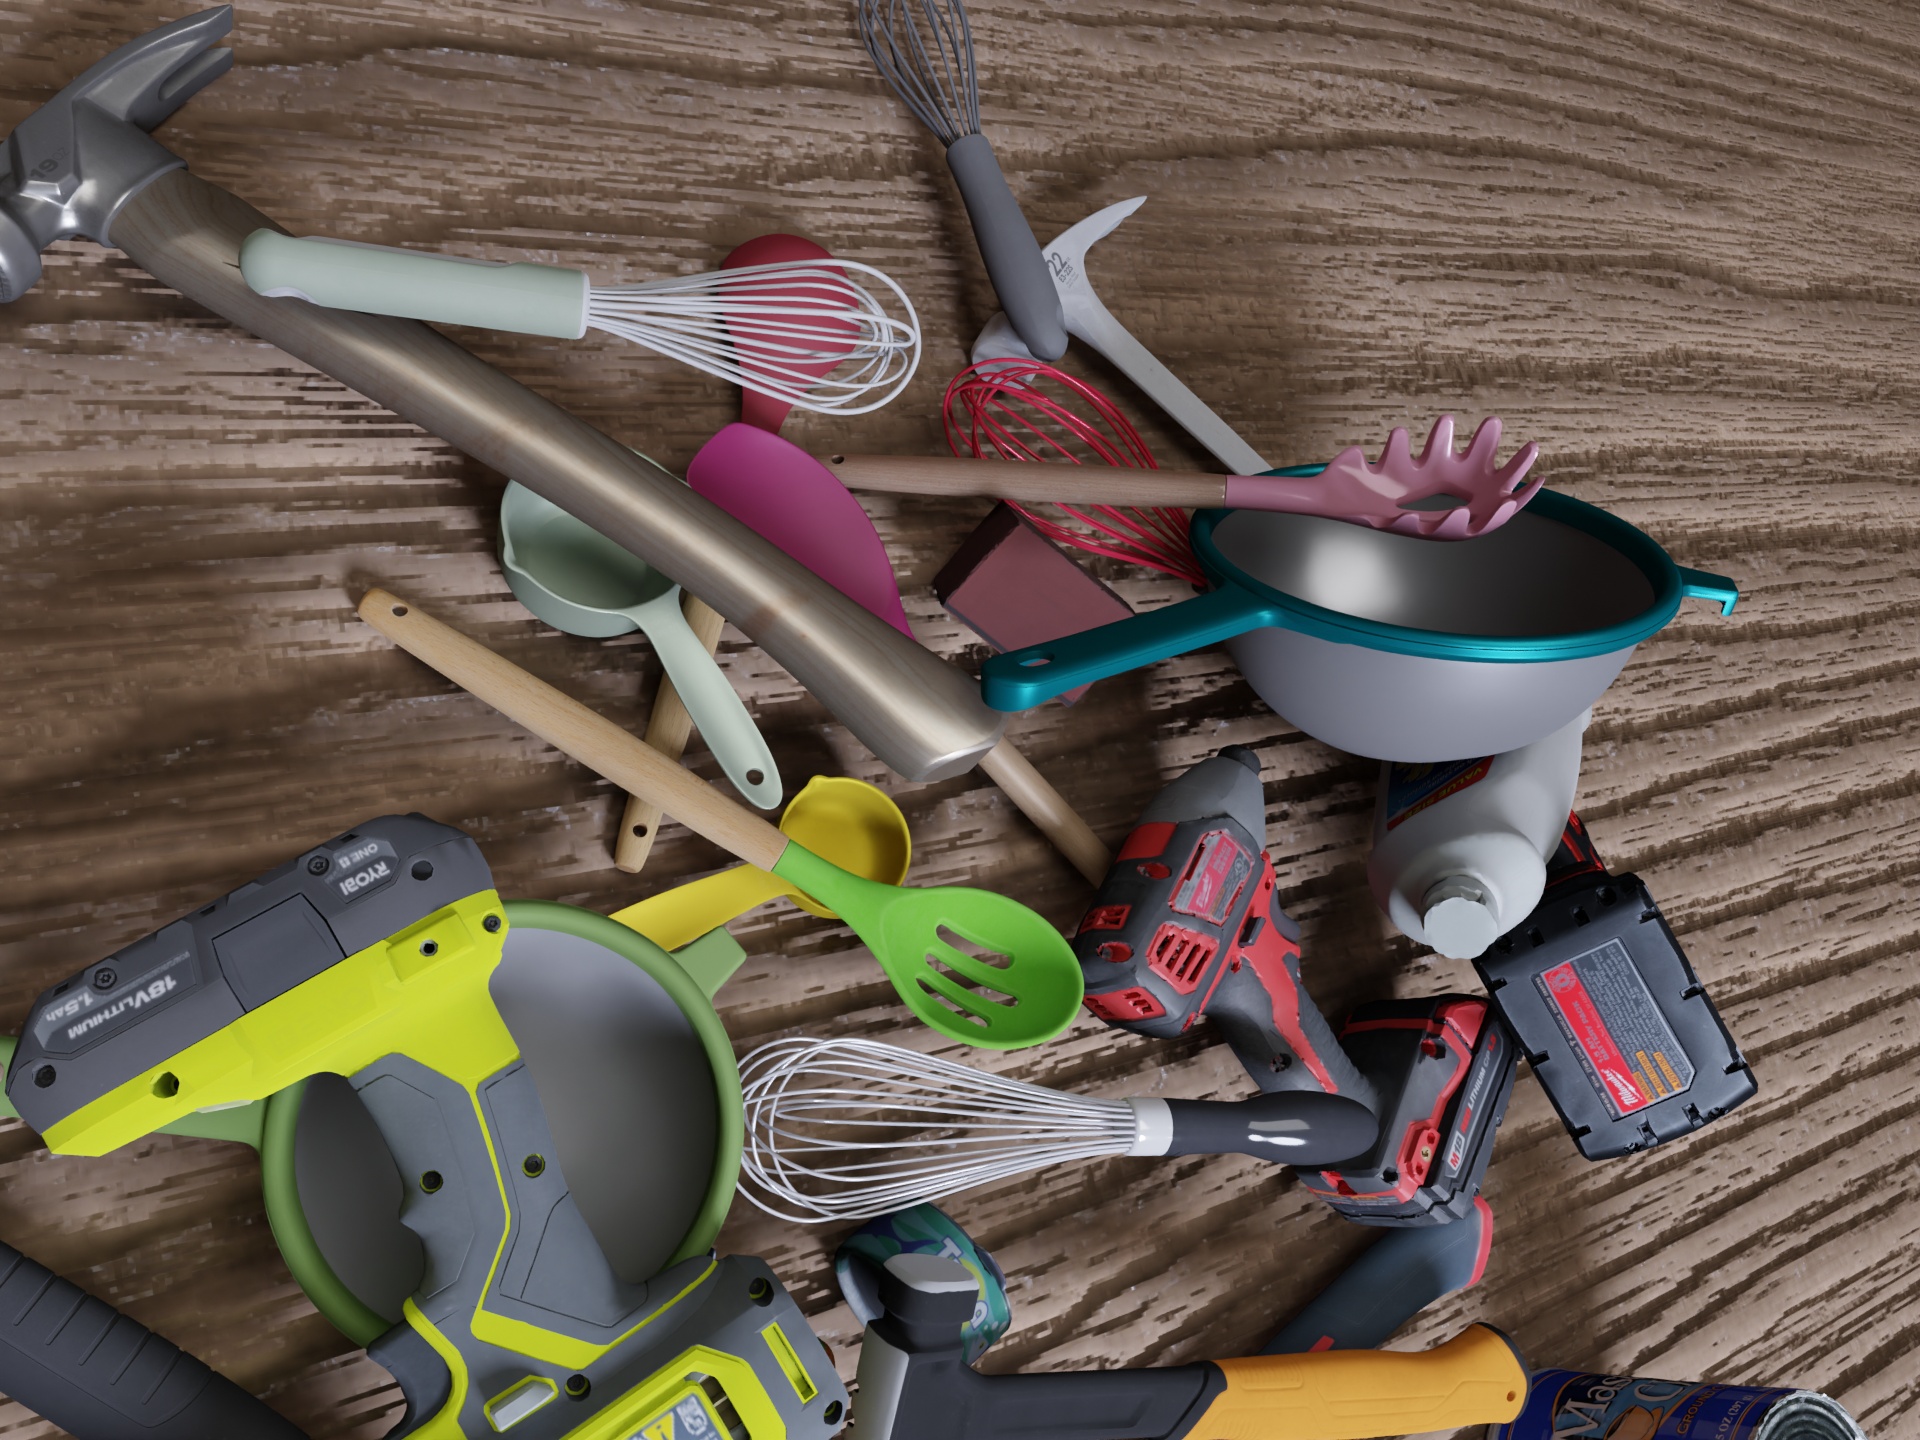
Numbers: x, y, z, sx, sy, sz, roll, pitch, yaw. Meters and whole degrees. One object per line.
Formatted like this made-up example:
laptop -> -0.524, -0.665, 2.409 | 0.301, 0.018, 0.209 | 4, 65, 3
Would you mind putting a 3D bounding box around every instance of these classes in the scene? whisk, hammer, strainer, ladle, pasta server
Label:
whisk -> 0.109, -0.084, 0.790 | 0.295, 0.073, 0.073 | 34, 60, -25
hammer -> -0.207, 0.232, 0.486 | 0.331, 0.033, 0.128 | 38, 80, -11
whisk -> 0.004, -0.278, 0.773 | 0.055, 0.055, 0.239 | -11, 73, -34
strainer -> 0.152, -0.024, 0.693 | 0.340, 0.211, 0.095 | -17, 124, -29
strainer -> -0.203, 0.131, 0.530 | 0.256, 0.069, 0.151 | 9, 73, -11
ladle -> -0.099, -0.085, 0.678 | 0.069, 0.031, 0.316 | 19, 67, -17
hammer -> 0.098, 0.295, 0.670 | 0.386, 0.038, 0.143 | -27, 88, -35
whisk -> -0.132, -0.153, 0.586 | 0.246, 0.058, 0.059 | 3, 95, -20
pasta server -> 0.089, -0.108, 0.699 | 0.316, 0.040, 0.060 | 4, 52, 4
whisk -> 0.041, 0.157, 0.616 | 0.284, 0.070, 0.070 | 6, 71, -22
hammer -> 0.188, -0.115, 0.860 | 0.405, 0.035, 0.144 | 38, 59, -16
hammer -> -0.154, -0.110, 0.602 | 0.410, 0.038, 0.146 | 33, 58, -8
hammer -> 0.104, 0.275, 0.624 | 0.336, 0.034, 0.127 | 12, 89, -32

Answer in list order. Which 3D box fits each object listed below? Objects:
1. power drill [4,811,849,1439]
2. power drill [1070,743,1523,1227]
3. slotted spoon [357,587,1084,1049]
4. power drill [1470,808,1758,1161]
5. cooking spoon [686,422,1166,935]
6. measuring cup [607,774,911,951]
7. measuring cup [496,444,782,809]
power drill -> -0.166, 0.161, 0.455 | 0.190, 0.080, 0.228 | -30, 87, -20
power drill -> 0.154, 0.120, 0.727 | 0.219, 0.078, 0.143 | 43, 57, -18
slotted spoon -> -0.091, 0.037, 0.615 | 0.313, 0.031, 0.070 | 32, 49, -7
power drill -> 0.315, 0.131, 0.782 | 0.188, 0.080, 0.227 | 60, 17, -2
cooking spoon -> -0.001, -0.002, 0.700 | 0.318, 0.017, 0.069 | 47, 57, -17
measuring cup -> -0.093, 0.071, 0.637 | 0.156, 0.029, 0.062 | -22, 84, -23
measuring cup -> -0.121, -0.032, 0.626 | 0.083, 0.038, 0.167 | -29, 83, -31
